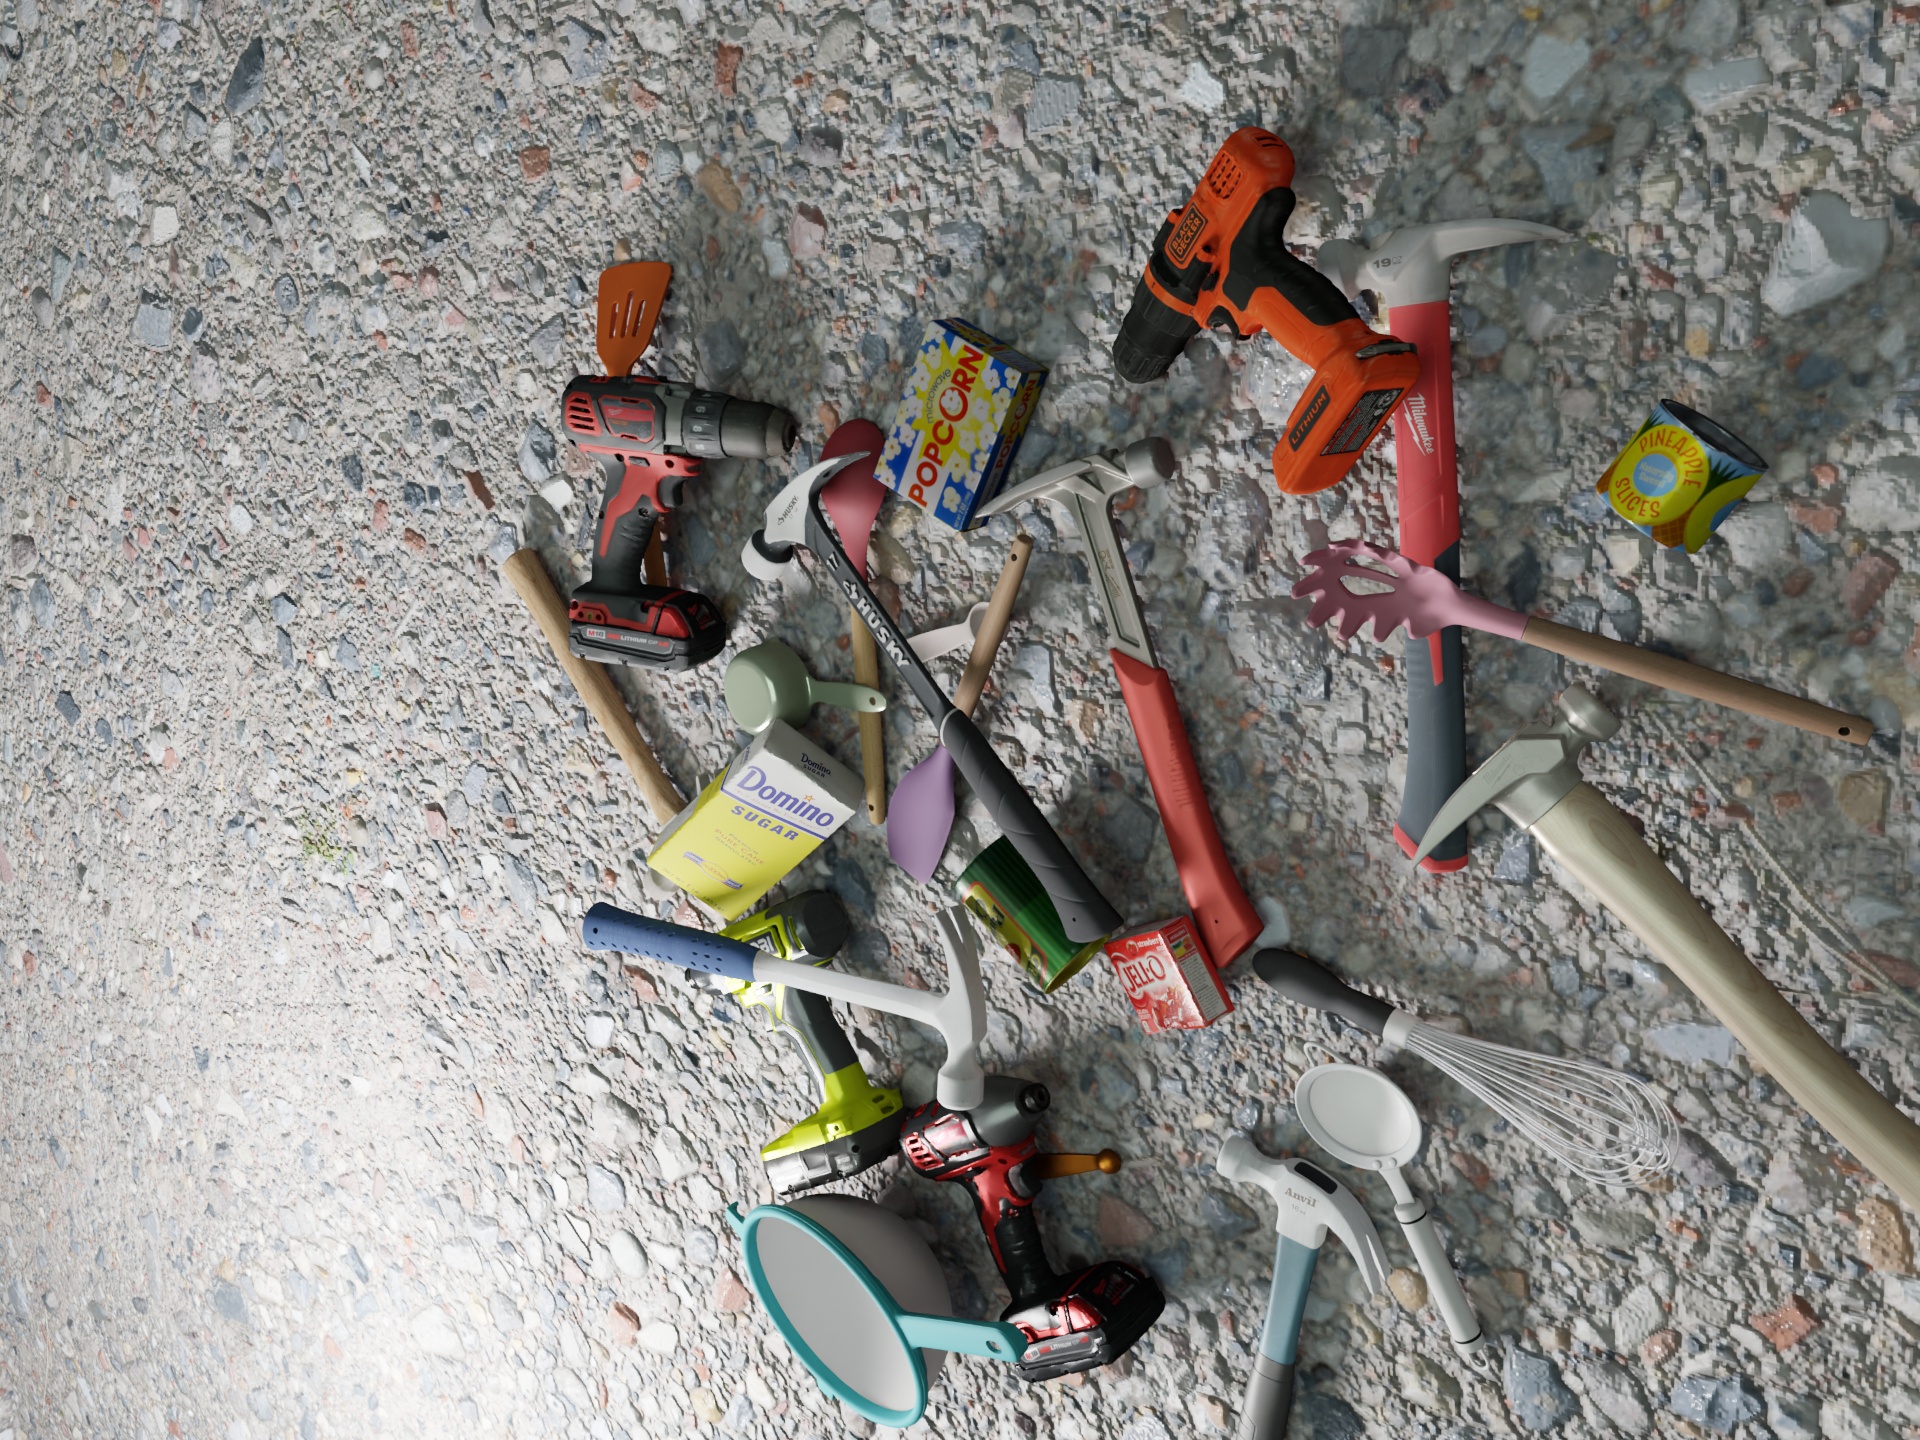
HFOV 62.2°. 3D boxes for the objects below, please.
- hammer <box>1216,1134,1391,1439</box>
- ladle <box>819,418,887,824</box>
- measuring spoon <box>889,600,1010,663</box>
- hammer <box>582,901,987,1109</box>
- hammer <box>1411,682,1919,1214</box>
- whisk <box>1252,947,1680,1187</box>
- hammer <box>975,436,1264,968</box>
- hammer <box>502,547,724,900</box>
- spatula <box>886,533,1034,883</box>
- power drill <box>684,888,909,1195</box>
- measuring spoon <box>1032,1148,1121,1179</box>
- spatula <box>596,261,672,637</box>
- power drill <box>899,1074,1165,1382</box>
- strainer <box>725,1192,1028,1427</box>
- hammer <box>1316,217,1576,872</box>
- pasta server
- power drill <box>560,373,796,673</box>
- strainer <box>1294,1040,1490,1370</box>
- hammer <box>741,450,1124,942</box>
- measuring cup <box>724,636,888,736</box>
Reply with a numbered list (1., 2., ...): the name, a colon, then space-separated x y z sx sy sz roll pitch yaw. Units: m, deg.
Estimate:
1. hammer: 0.225 0.466 1.146 0.128 0.033 0.331 18 112 31
2. ladle: -0.075 -0.071 1.222 0.069 0.031 0.315 8 108 38
3. measuring spoon: -0.008 -0.062 1.187 0.124 0.018 0.034 -17 92 43
4. hammer: -0.149 0.190 1.256 0.406 0.035 0.144 7 99 35
5. hammer: 0.444 0.174 0.898 0.146 0.038 0.411 -46 77 14
6. whisk: 0.309 0.211 1.010 0.285 0.070 0.070 23 114 33
7. hammer: 0.125 -0.004 1.093 0.149 0.036 0.359 -16 92 36
8. hammer: -0.307 -0.011 1.393 0.130 0.031 0.331 -39 78 35
9. spatula: -0.002 -0.004 1.171 0.060 0.018 0.315 39 129 24
10. power drill: -0.140 0.269 1.324 0.171 0.080 0.223 -27 82 35
11. measuring spoon: 0.074 0.347 1.232 0.117 0.011 0.021 -17 92 37
12. spatula: -0.258 -0.211 1.316 0.081 0.041 0.322 5 109 33
13. power drill: 0.054 0.376 1.208 0.143 0.078 0.220 -35 81 40
14. strainer: -0.039 0.451 1.259 0.340 0.095 0.211 -18 101 50
15. hammer: 0.296 -0.097 0.950 0.143 0.038 0.386 1 102 33
16. pasta server: 0.345 -0.041 0.897 0.316 0.040 0.060 20 123 17
17. power drill: -0.225 -0.157 1.262 0.188 0.080 0.226 9 107 13
18. strainer: 0.295 0.317 1.056 0.087 0.050 0.258 -22 95 42
19. hammer: -0.013 -0.014 1.141 0.409 0.036 0.149 54 135 13
20. measuring cup: -0.125 -0.019 1.245 0.168 0.038 0.083 8 109 44
